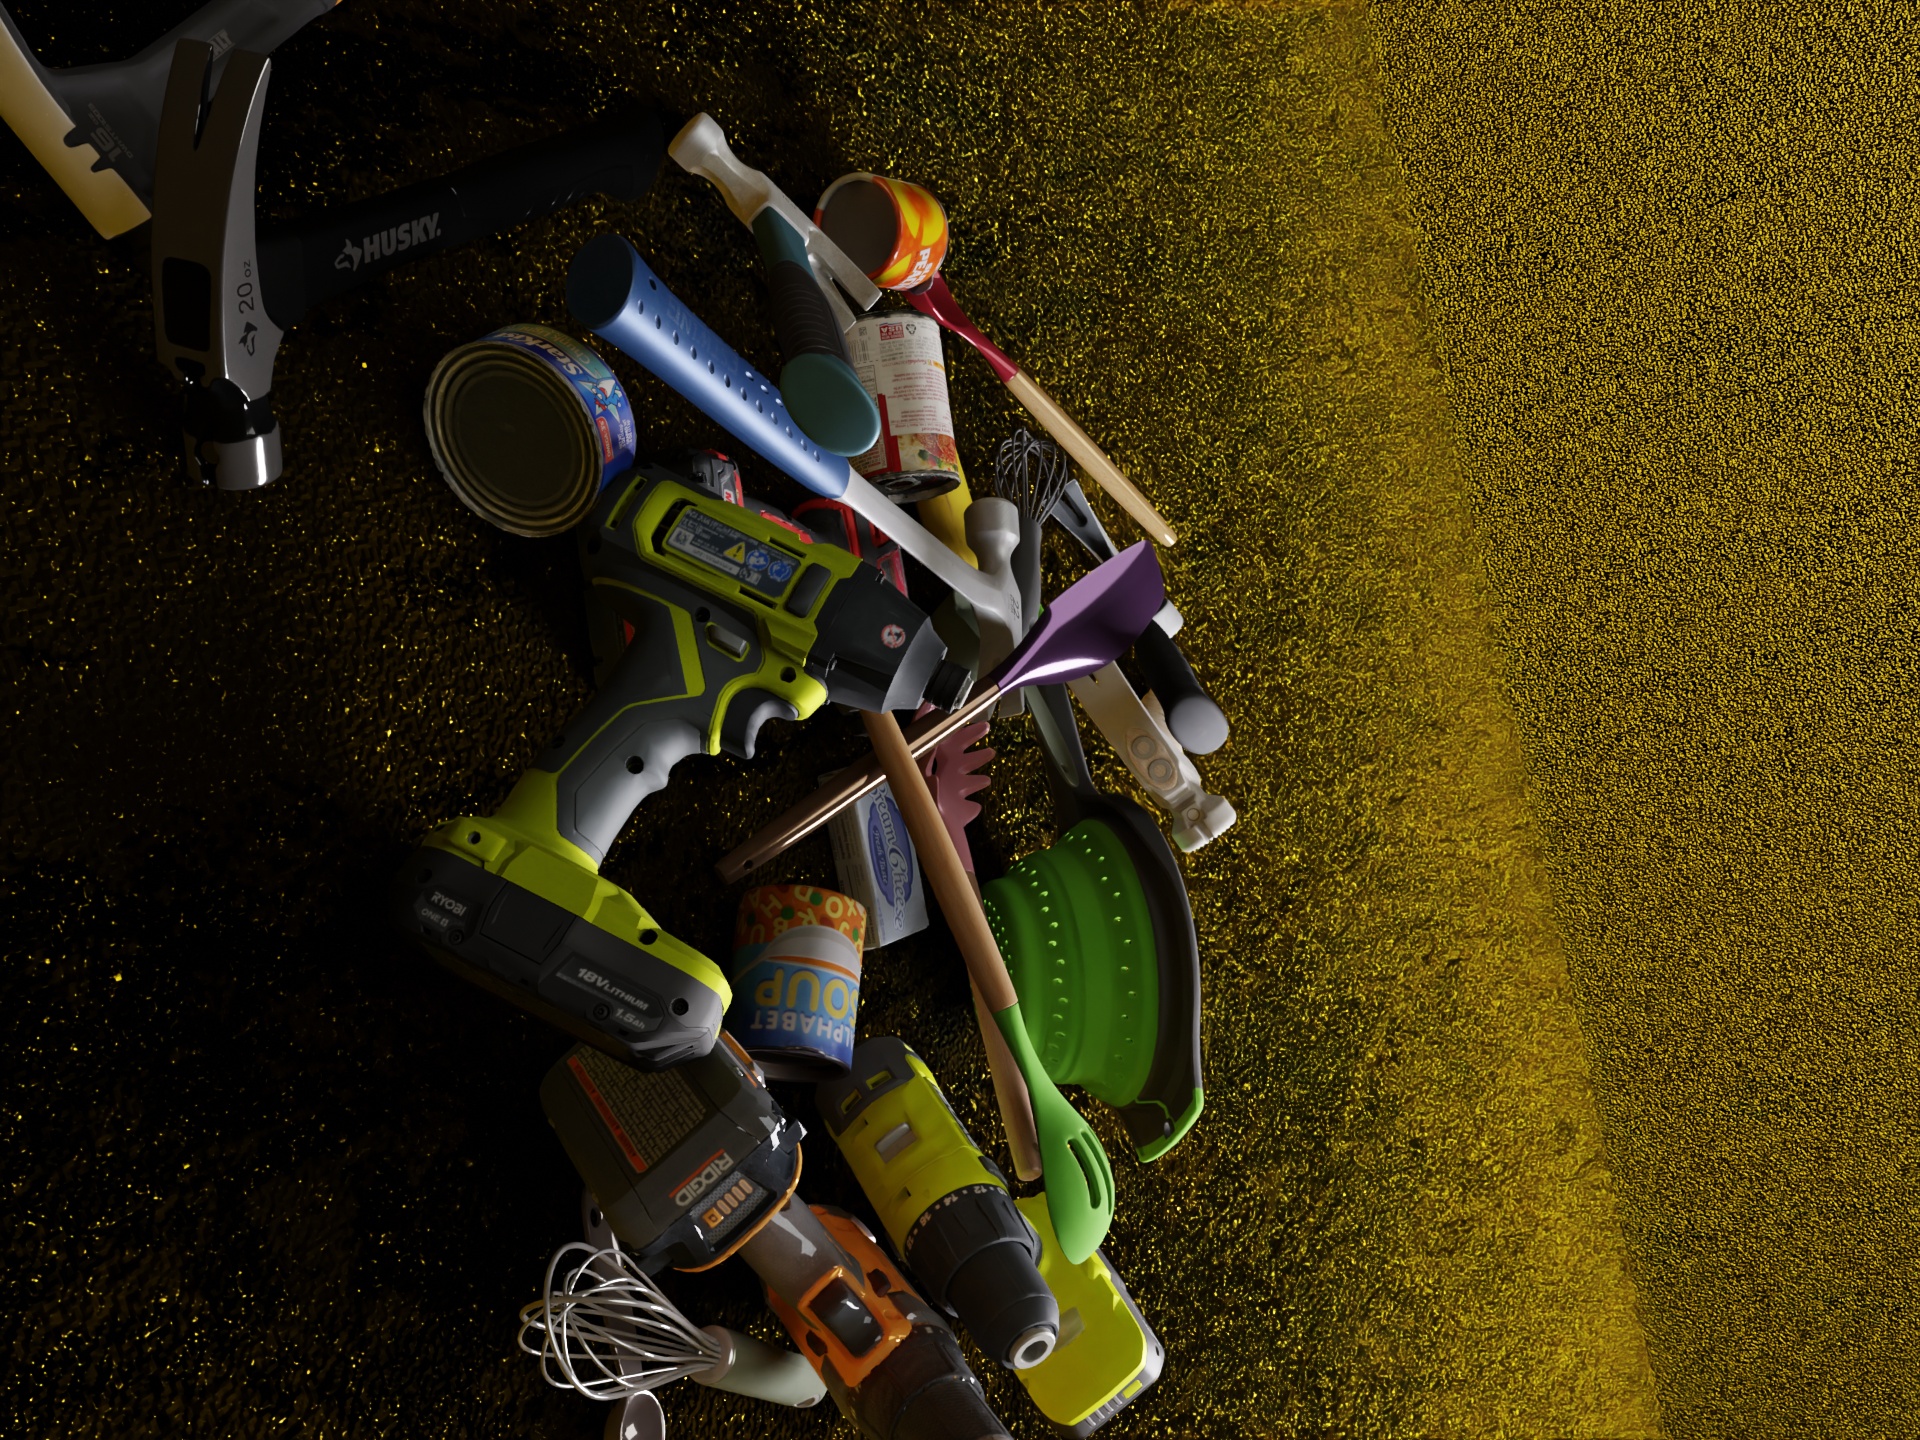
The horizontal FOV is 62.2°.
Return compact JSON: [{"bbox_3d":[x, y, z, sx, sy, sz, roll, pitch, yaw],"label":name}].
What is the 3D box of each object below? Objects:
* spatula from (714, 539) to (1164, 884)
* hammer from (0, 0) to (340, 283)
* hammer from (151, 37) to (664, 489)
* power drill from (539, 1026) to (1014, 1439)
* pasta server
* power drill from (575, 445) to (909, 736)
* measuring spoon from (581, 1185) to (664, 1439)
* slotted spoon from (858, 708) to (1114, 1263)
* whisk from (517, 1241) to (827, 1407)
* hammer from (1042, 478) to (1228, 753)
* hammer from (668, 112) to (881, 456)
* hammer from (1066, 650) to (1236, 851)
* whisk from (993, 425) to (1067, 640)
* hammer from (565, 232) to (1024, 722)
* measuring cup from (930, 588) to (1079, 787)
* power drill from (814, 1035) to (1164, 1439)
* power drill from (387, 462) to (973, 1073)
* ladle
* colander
[{"bbox_3d":[-0.001,-0.003,0.863,0.316,0.018,0.059,-34,124,-24],"label":"spatula"},{"bbox_3d":[-0.265,-0.315,0.644,0.127,0.034,0.337,59,36,-35],"label":"hammer"},{"bbox_3d":[-0.211,-0.222,0.669,0.335,0.035,0.146,-58,160,-56],"label":"hammer"},{"bbox_3d":[-0.068,0.236,0.682,0.084,0.185,0.226,-41,123,-13],"label":"power drill"},{"bbox_3d":[0.012,0.108,0.905,0.060,0.040,0.317,35,31,-43],"label":"pasta server"},{"bbox_3d":[-0.095,-0.061,0.825,0.219,0.078,0.143,-1,82,-64],"label":"power drill"},{"bbox_3d":[-0.153,0.263,0.688,0.034,0.018,0.124,8,67,-70],"label":"measuring spoon"},{"bbox_3d":[0.012,0.123,0.811,0.314,0.031,0.070,66,21,5],"label":"slotted spoon"},{"bbox_3d":[-0.114,0.274,0.692,0.246,0.058,0.059,55,18,-56],"label":"whisk"},{"bbox_3d":[0.121,-0.065,1.055,0.149,0.036,0.409,51,10,-15],"label":"hammer"},{"bbox_3d":[-0.079,-0.204,0.757,0.128,0.033,0.331,39,17,-29],"label":"hammer"},{"bbox_3d":[0.134,-0.007,1.122,0.146,0.038,0.410,54,10,1],"label":"hammer"},{"bbox_3d":[0.042,-0.124,1.072,0.055,0.055,0.239,58,25,-34],"label":"whisk"},{"bbox_3d":[-0.056,-0.114,0.801,0.405,0.035,0.144,32,50,-60],"label":"hammer"},{"bbox_3d":[0.029,-0.014,0.995,0.083,0.038,0.168,19,36,-45],"label":"measuring cup"},{"bbox_3d":[0.023,0.287,0.838,0.191,0.080,0.228,47,-7,48],"label":"power drill"},{"bbox_3d":[-0.109,0.020,0.646,0.223,0.171,0.080,-63,177,-22],"label":"power drill"},{"bbox_3d":[0.053,-0.225,1.108,0.315,0.031,0.069,41,29,-28],"label":"ladle"},{"bbox_3d":[0.045,0.080,1.009,0.204,0.094,0.398,112,-30,-55],"label":"colander"}]
